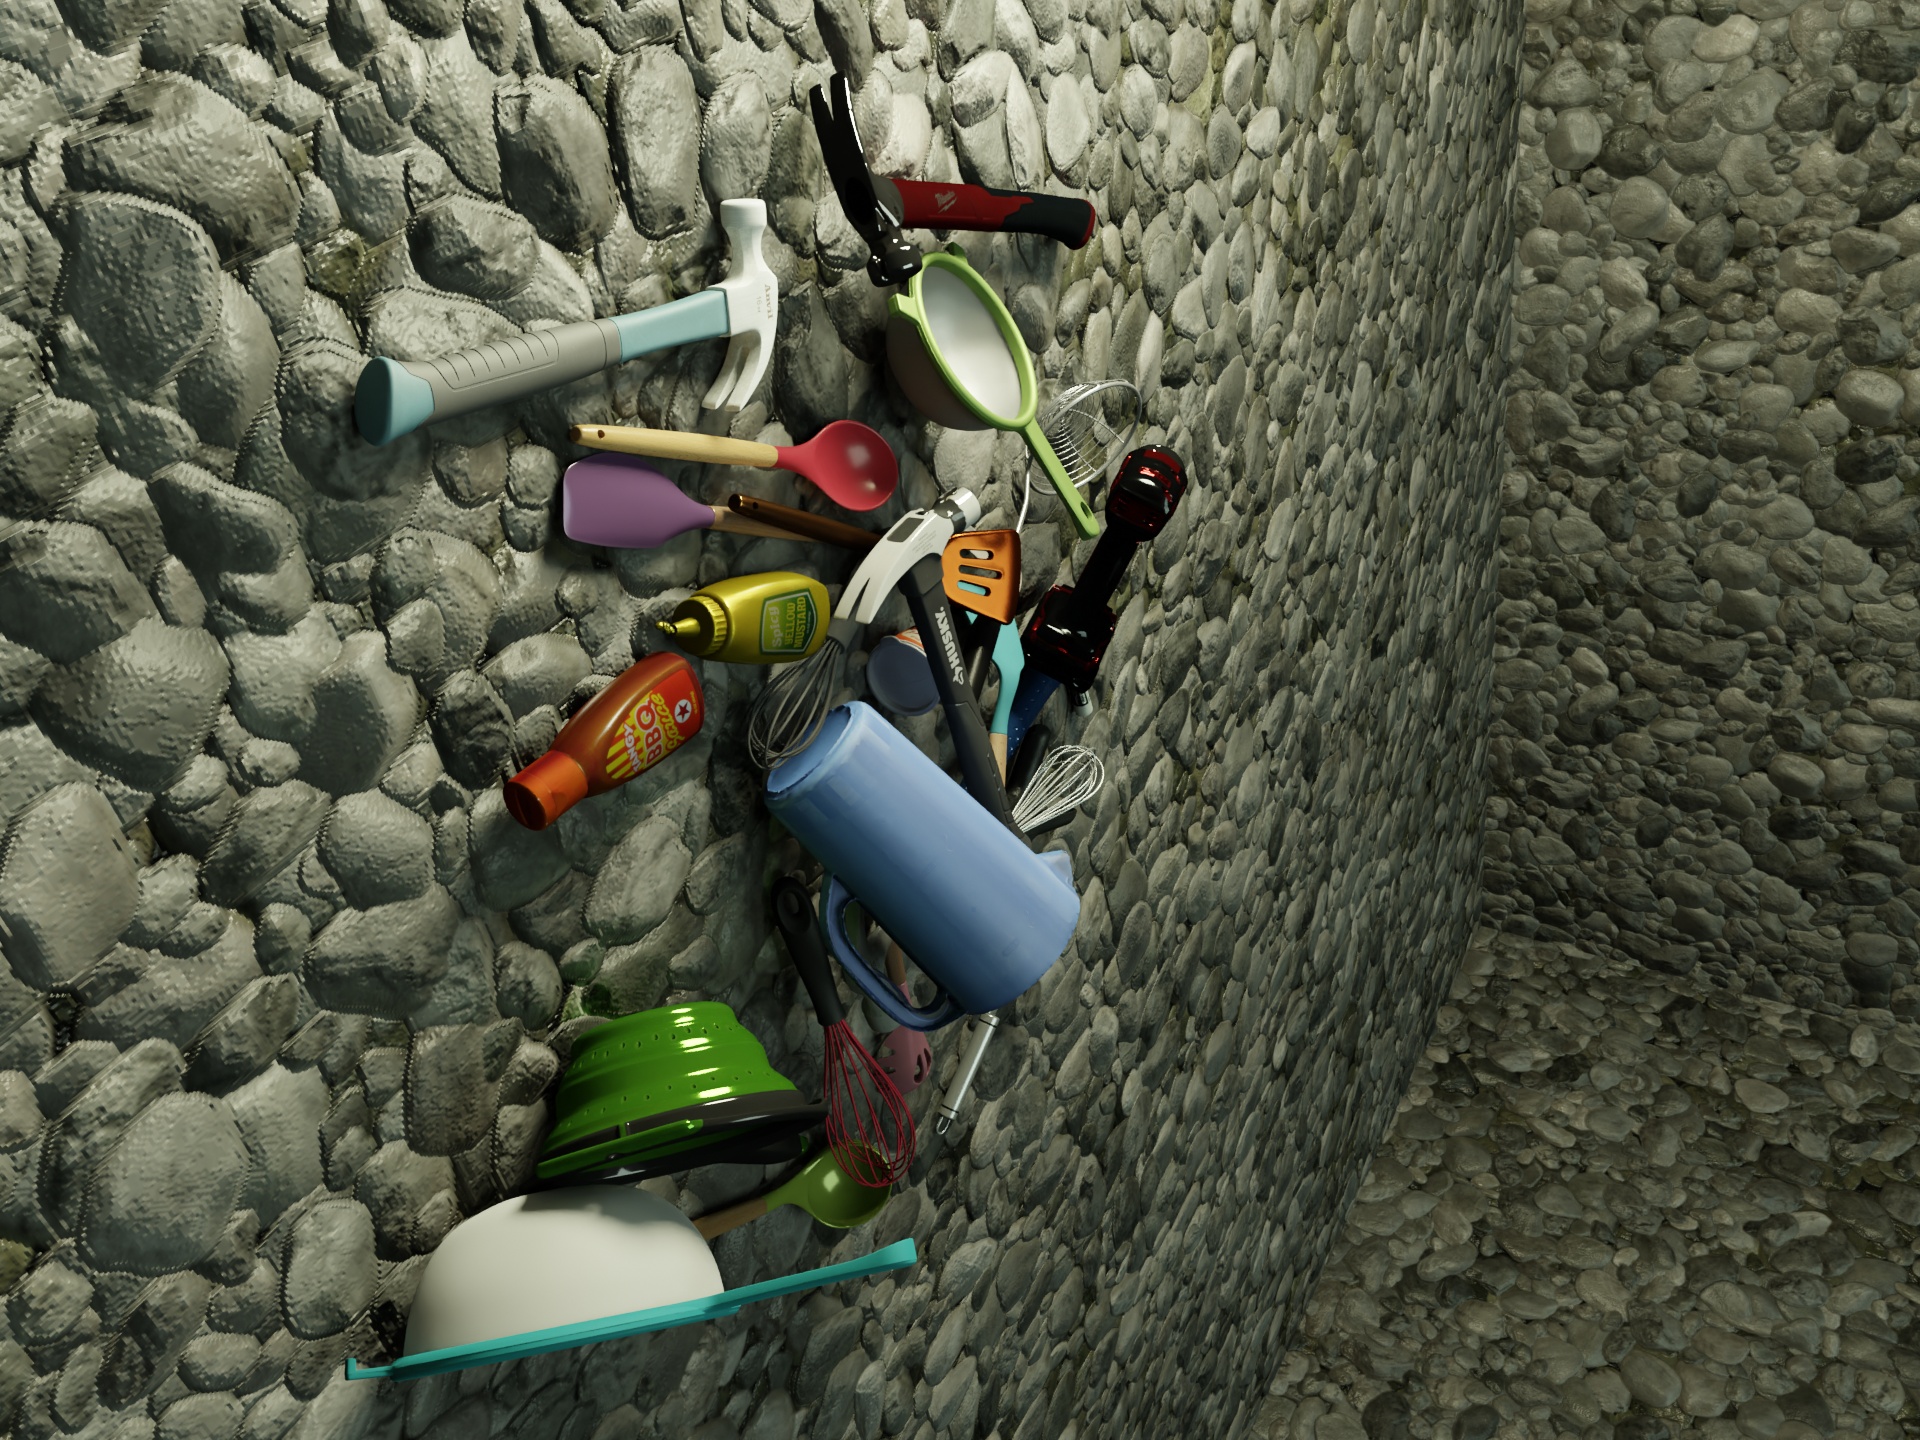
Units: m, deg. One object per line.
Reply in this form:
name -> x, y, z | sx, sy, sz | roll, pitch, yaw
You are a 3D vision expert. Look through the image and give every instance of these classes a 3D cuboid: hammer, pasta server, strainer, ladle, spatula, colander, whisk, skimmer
hammer -> -0.219, -0.224, 0.944 | 0.331, 0.033, 0.128 | -35, 129, -49
pasta server -> -0.066, 0.203, 1.386 | 0.060, 0.040, 0.316 | -42, 131, -46
strainer -> 0.029, 0.286, 1.566 | 0.086, 0.050, 0.258 | 36, 76, -52
ladle -> -0.166, 0.396, 1.257 | 0.320, 0.062, 0.078 | 0, 103, -57
strainer -> -0.190, 0.323, 0.973 | 0.210, 0.340, 0.095 | 34, 41, -65
spatula -> -0.158, -0.140, 1.095 | 0.315, 0.018, 0.060 | -2, 93, -59
colander -> -0.183, 0.268, 1.137 | 0.396, 0.204, 0.095 | 57, 16, -71
whisk -> 0.042, 0.104, 1.463 | 0.246, 0.058, 0.059 | -40, 162, -22
strainer -> 0.018, -0.239, 1.246 | 0.256, 0.069, 0.152 | 55, 33, -18
hammer -> 0.000, 0.075, 1.403 | 0.406, 0.035, 0.143 | -57, 141, -39
whisk -> -0.098, 0.256, 1.280 | 0.073, 0.073, 0.295 | -39, 120, -47
whisk -> -0.099, -0.061, 1.206 | 0.239, 0.055, 0.055 | -64, 148, -31
hammer -> -0.002, -0.004, 1.255 | 0.146, 0.035, 0.334 | -43, 130, -35
spatula -> -0.056, -0.133, 1.201 | 0.322, 0.041, 0.081 | 9, 85, -56
hammer -> 0.012, -0.414, 1.242 | 0.386, 0.038, 0.143 | -29, 100, -59
skimmer -> 0.075, -0.145, 1.378 | 0.127, 0.090, 0.363 | 84, 21, -60
spatula -> 0.023, 0.038, 1.381 | 0.082, 0.044, 0.317 | 14, 77, -52
ladle -> -0.146, -0.182, 1.090 | 0.315, 0.031, 0.069 | -7, 87, -57

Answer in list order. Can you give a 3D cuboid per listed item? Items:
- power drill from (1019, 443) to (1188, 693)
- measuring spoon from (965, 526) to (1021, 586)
power drill -> 0.134, -0.146, 1.430 | 0.219, 0.078, 0.143 | -63, 179, 32
measuring spoon -> 0.018, -0.146, 1.407 | 0.124, 0.018, 0.034 | 39, 61, -50
